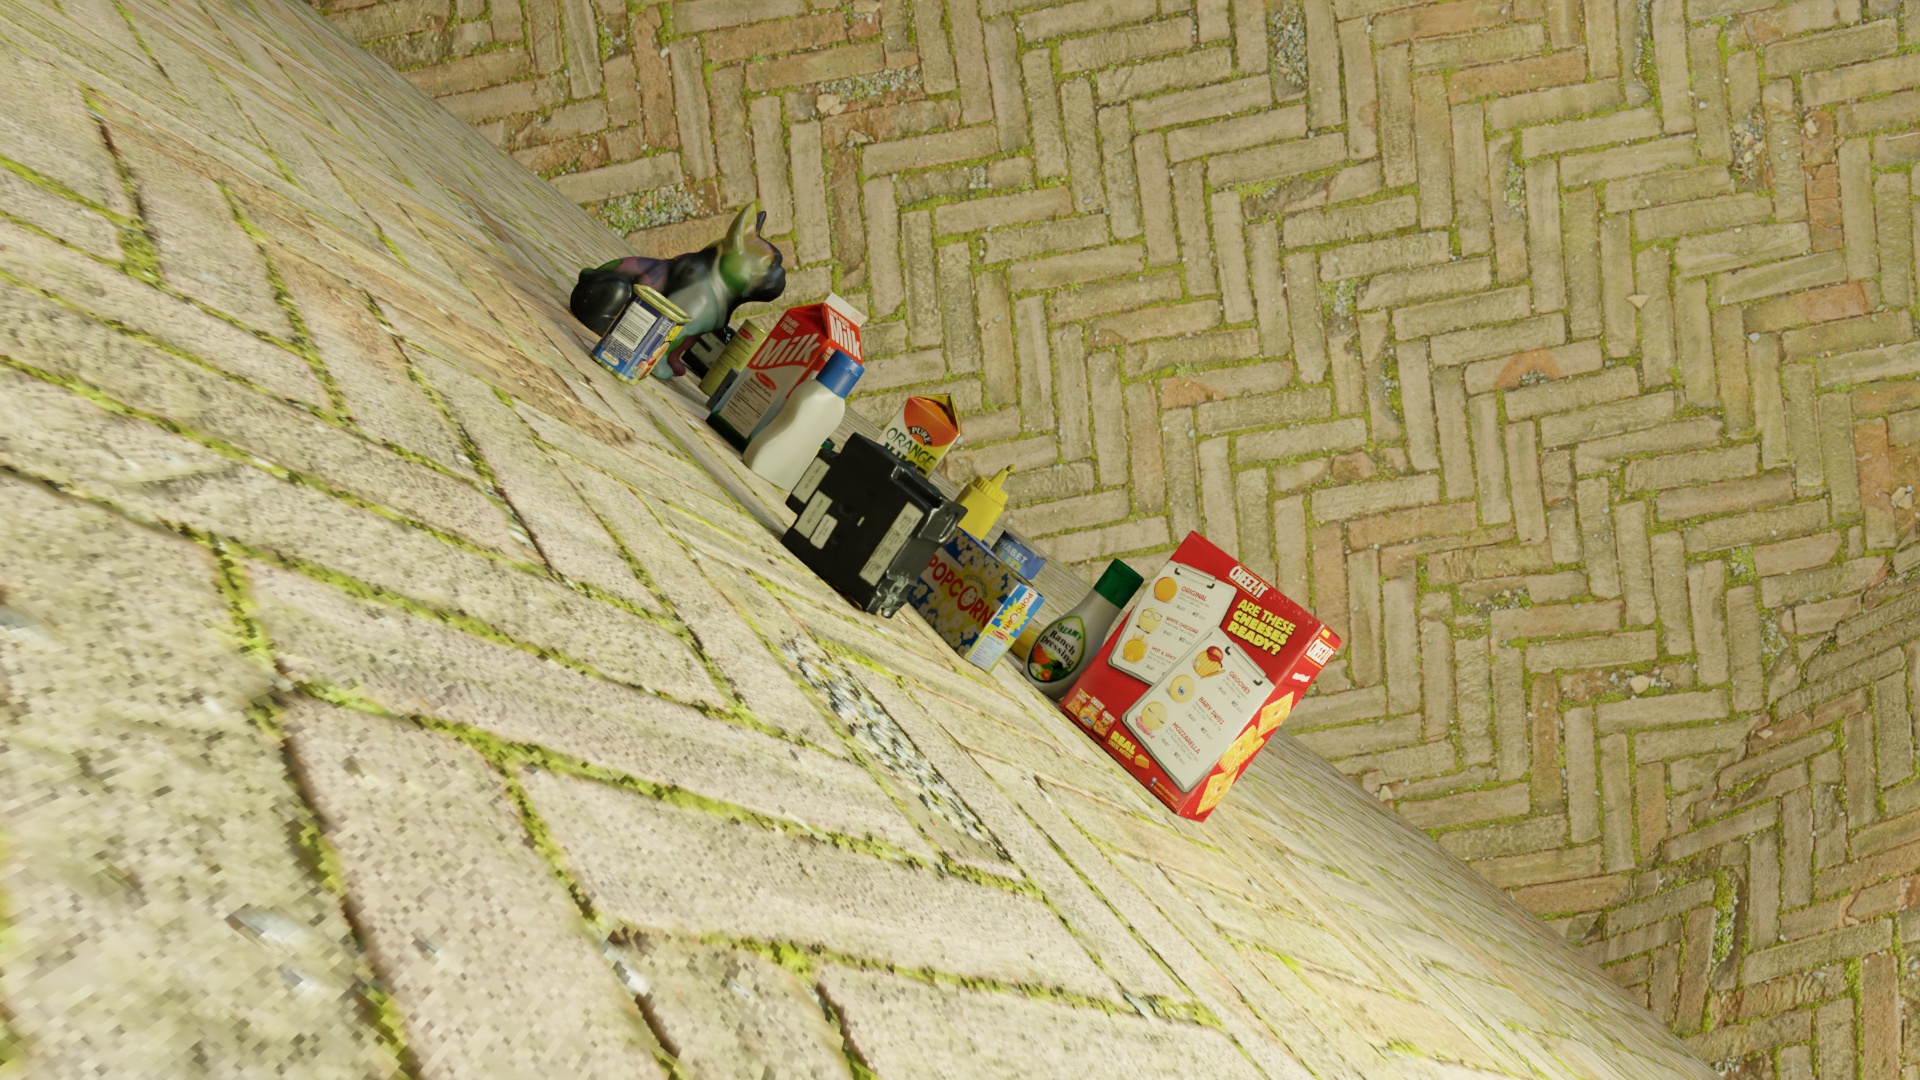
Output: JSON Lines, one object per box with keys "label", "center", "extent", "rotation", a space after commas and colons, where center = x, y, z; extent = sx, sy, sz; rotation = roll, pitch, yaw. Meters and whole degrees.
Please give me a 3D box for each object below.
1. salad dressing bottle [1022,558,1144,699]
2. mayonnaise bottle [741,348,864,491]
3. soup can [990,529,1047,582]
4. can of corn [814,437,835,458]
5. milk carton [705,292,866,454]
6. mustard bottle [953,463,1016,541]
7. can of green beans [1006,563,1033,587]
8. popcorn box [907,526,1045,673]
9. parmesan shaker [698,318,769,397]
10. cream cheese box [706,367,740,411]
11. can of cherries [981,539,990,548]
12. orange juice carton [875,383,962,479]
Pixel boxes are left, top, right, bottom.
{"label": "salad dressing bottle", "center": [0.122, 0.086, 1.361], "extent": [0.064, 0.147, 0.044], "rotation": [40, 5, 34]}
{"label": "mayonnaise bottle", "center": [-0.153, -0.123, 1.394], "extent": [0.064, 0.148, 0.041], "rotation": [33, 6, -43]}
{"label": "soup can", "center": [0.056, 0.038, 1.731], "extent": [0.071, 0.083, 0.071], "rotation": [37, 4, -3]}
{"label": "can of corn", "center": [-0.180, -0.101, 1.531], "extent": [0.071, 0.058, 0.071], "rotation": [37, 4, -3]}
{"label": "milk carton", "center": [-0.174, -0.173, 1.470], "extent": [0.073, 0.190, 0.072], "rotation": [39, 5, 31]}
{"label": "mustard bottle", "center": [0.005, -0.018, 1.448], "extent": [0.049, 0.160, 0.065], "rotation": [37, 4, -4]}
{"label": "can of green beans", "center": [0.041, 0.056, 1.607], "extent": [0.071, 0.058, 0.071], "rotation": [37, 4, -3]}
{"label": "popcorn box", "center": [0.010, 0.051, 1.266], "extent": [0.038, 0.085, 0.127], "rotation": [33, 6, -39]}
{"label": "parmesan shaker", "center": [-0.269, -0.215, 1.718], "extent": [0.071, 0.103, 0.071], "rotation": [37, 4, -3]}
{"label": "cream cheese box", "center": [-0.250, -0.154, 1.569], "extent": [0.024, 0.053, 0.104], "rotation": [34, 5, -37]}
{"label": "can of cherries", "center": [-0.006, 0.011, 1.700], "extent": [0.071, 0.058, 0.071], "rotation": [37, 4, -3]}
{"label": "orange juice carton", "center": [-0.060, -0.097, 1.551], "extent": [0.073, 0.192, 0.072], "rotation": [37, 4, -1]}
